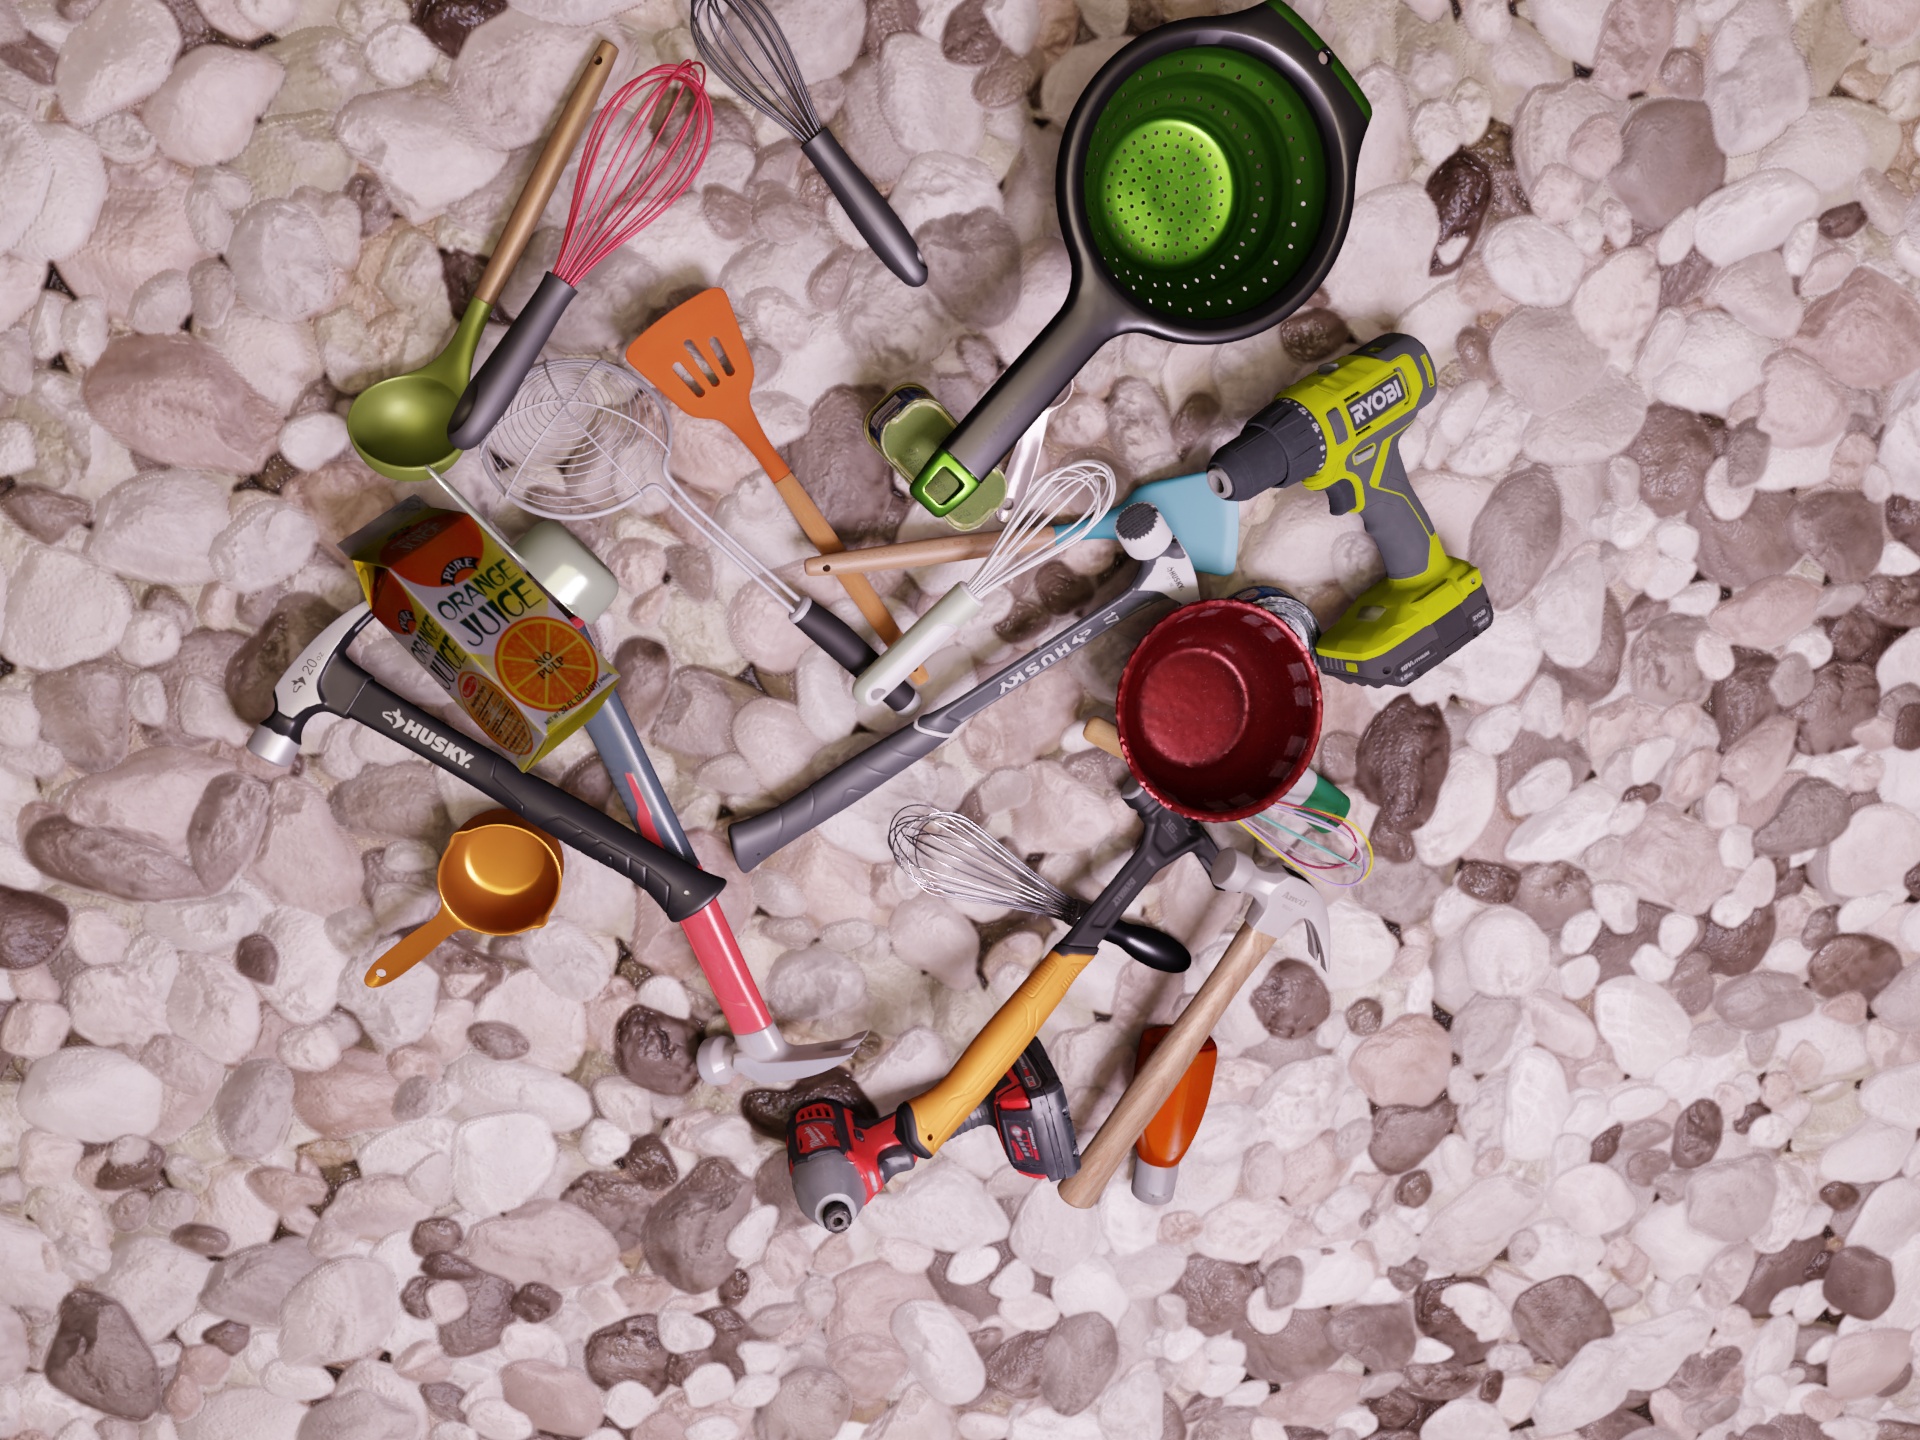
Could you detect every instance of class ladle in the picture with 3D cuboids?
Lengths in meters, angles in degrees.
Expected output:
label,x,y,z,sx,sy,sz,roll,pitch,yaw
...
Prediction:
label,x,y,z,sx,sy,sz,roll,pitch,yaw
ladle,-0.307,-0.303,1.048,0.078,0.062,0.320,30,98,2

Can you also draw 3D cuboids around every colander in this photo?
label,x,y,z,sx,sy,sz,roll,pitch,yaw
colander,0.099,-0.297,1.076,0.204,0.094,0.397,41,91,-18

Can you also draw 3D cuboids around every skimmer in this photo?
label,x,y,z,sx,sy,sz,roll,pitch,yaw
skimmer,-0.173,-0.115,1.132,0.363,0.090,0.127,42,62,-29

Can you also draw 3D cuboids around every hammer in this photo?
label,x,y,z,sx,sy,sz,roll,pitch,yaw
hammer,0.176,0.254,1.247,0.130,0.031,0.331,23,108,-25
hammer,0.076,0.197,1.200,0.337,0.034,0.127,-47,109,-19
hammer,-0.002,-0.004,1.178,0.409,0.036,0.149,-33,141,9
hammer,-0.315,0.040,1.120,0.334,0.035,0.146,31,86,-6
hammer,-0.200,0.098,1.174,0.143,0.038,0.386,-14,108,27

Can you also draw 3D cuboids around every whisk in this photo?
label,x,y,z,sx,sy,sz,roll,pitch,yaw
whisk,0.205,0.057,1.211,0.245,0.051,0.047,27,105,-3
whisk,0.066,0.140,1.241,0.284,0.070,0.070,27,102,-20
whisk,0.014,-0.094,1.124,0.246,0.059,0.057,-43,142,13
whisk,-0.097,-0.387,1.059,0.055,0.055,0.238,-38,112,4
whisk,-0.248,-0.302,1.034,0.073,0.073,0.296,33,91,-16

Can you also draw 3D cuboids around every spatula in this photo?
label,x,y,z,sx,sy,sz,roll,pitch,yaw
spatula,-0.113,-0.152,1.131,0.081,0.041,0.322,-36,110,-2
spatula,0.045,-0.129,1.150,0.317,0.044,0.082,-9,115,-12

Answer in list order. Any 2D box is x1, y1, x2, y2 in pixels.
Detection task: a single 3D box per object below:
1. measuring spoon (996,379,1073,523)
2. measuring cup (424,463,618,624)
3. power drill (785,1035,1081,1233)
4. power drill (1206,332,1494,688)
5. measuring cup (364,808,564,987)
label,x,y,z,sx,sy,sz,roll,pitch,yaw
measuring spoon,0.049,-0.202,1.156,0.034,0.018,0.124,15,111,-13
measuring cup,-0.291,-0.129,1.070,0.038,0.083,0.167,-44,137,-3
power drill,-0.026,0.329,1.240,0.219,0.143,0.078,-15,106,-6
power drill,0.284,-0.142,1.152,0.190,0.080,0.228,-33,111,-20
measuring cup,-0.369,0.134,1.176,0.173,0.052,0.095,-38,109,6
